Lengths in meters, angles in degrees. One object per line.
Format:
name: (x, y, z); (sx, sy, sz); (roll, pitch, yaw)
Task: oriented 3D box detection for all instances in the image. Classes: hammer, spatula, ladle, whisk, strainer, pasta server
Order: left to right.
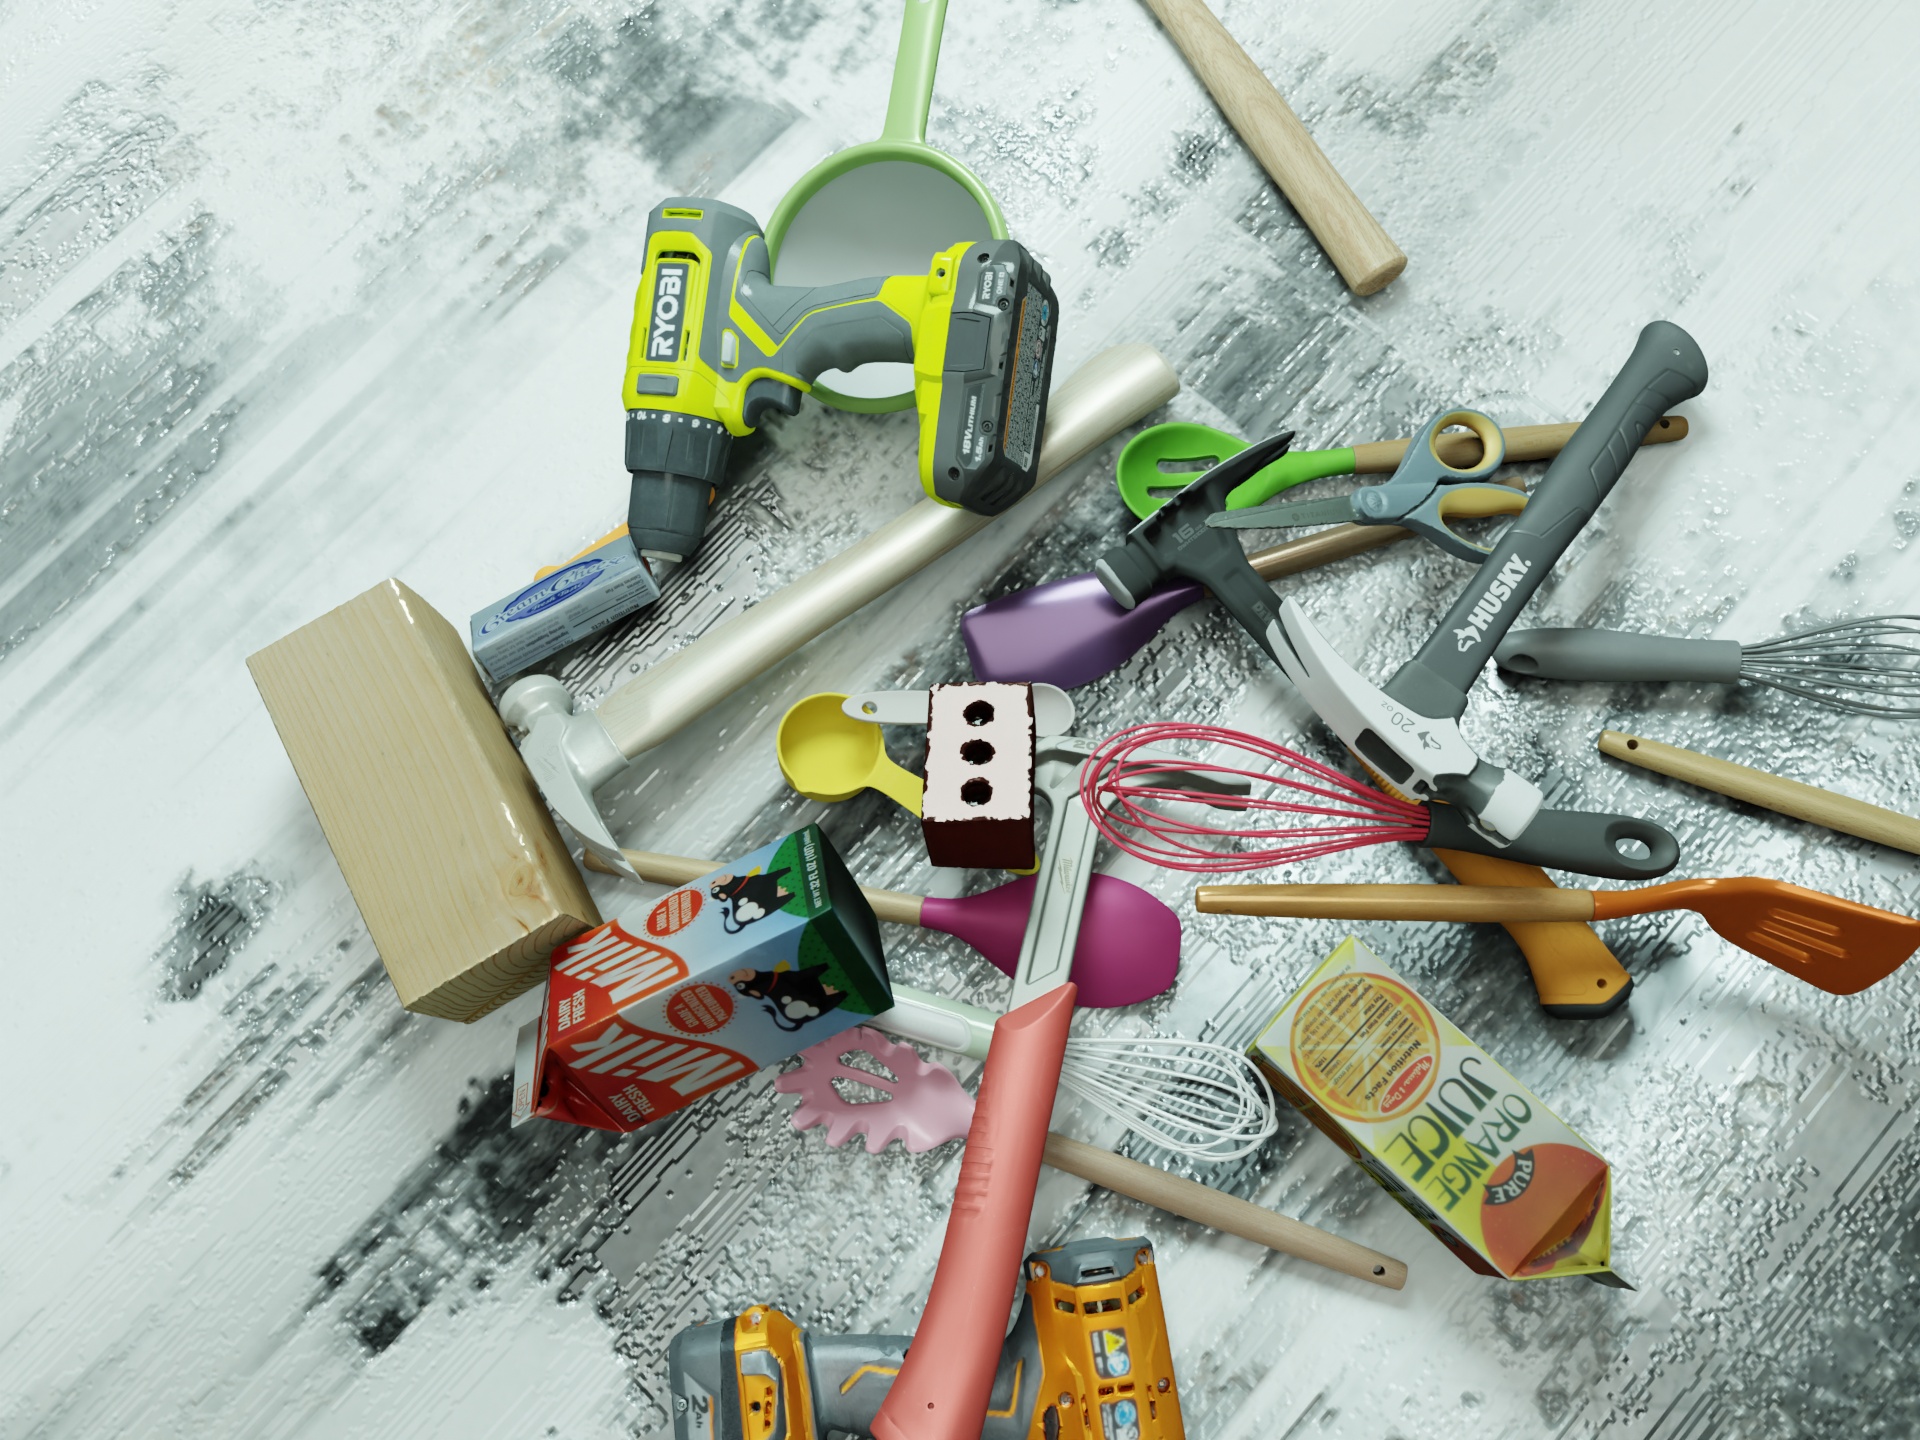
hammer: (-0.047, -0.075, 0.854); (0.410, 0.038, 0.146); (-35, 50, -9)
strainer: (-0.028, -0.295, 0.900); (0.151, 0.069, 0.256); (10, 91, 17)
whisk: (0.036, 0.165, 0.791); (0.246, 0.059, 0.058); (14, 103, 13)
hammer: (0.037, 0.169, 0.741); (0.149, 0.036, 0.359); (9, 61, 10)
pasta server: (0.063, 0.218, 0.776); (0.316, 0.040, 0.060); (18, 88, 9)
hammer: (0.163, -0.388, 0.952); (0.130, 0.031, 0.331); (-30, 74, -4)
spatula: (0.156, -0.079, 0.867); (0.316, 0.018, 0.060); (-18, 85, 0)
whisk: (0.201, 0.048, 0.757); (0.295, 0.073, 0.073); (7, 74, -6)
hammer: (0.221, 0.008, 0.811); (0.127, 0.034, 0.337); (-38, 79, -5)
hammer: (0.287, -0.097, 0.798); (0.146, 0.035, 0.335); (37, 63, 10)
spatula: (0.273, 0.095, 0.747); (0.322, 0.081, 0.041); (1, 58, 1)
whisk: (0.397, -0.032, 0.818); (0.239, 0.055, 0.055); (3, 74, 10)
ladle: (0.478, 0.059, 0.794); (0.315, 0.031, 0.069); (19, 73, 12)

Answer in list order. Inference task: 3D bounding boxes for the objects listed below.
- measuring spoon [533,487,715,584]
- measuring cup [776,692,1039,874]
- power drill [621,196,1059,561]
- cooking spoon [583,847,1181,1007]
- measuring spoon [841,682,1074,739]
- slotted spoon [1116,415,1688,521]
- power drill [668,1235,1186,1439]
measuring spoon: (-0.192, -0.105, 0.907); (0.117, 0.011, 0.021); (-30, 73, -4)
measuring cup: (-0.028, 0.042, 0.848); (0.156, 0.029, 0.062); (31, 70, 1)
power drill: (-0.075, -0.171, 0.838); (0.228, 0.080, 0.190); (8, 90, 20)
cooking spoon: (-0.045, 0.096, 0.830); (0.319, 0.017, 0.069); (8, 84, 9)
measuring spoon: (-0.001, -0.003, 0.848); (0.124, 0.018, 0.034); (1, 57, -5)
slotted spoon: (0.241, -0.144, 0.875); (0.314, 0.031, 0.070); (-6, 73, 1)
power drill: (-0.010, 0.336, 0.726); (0.226, 0.084, 0.164); (-9, 73, -2)
